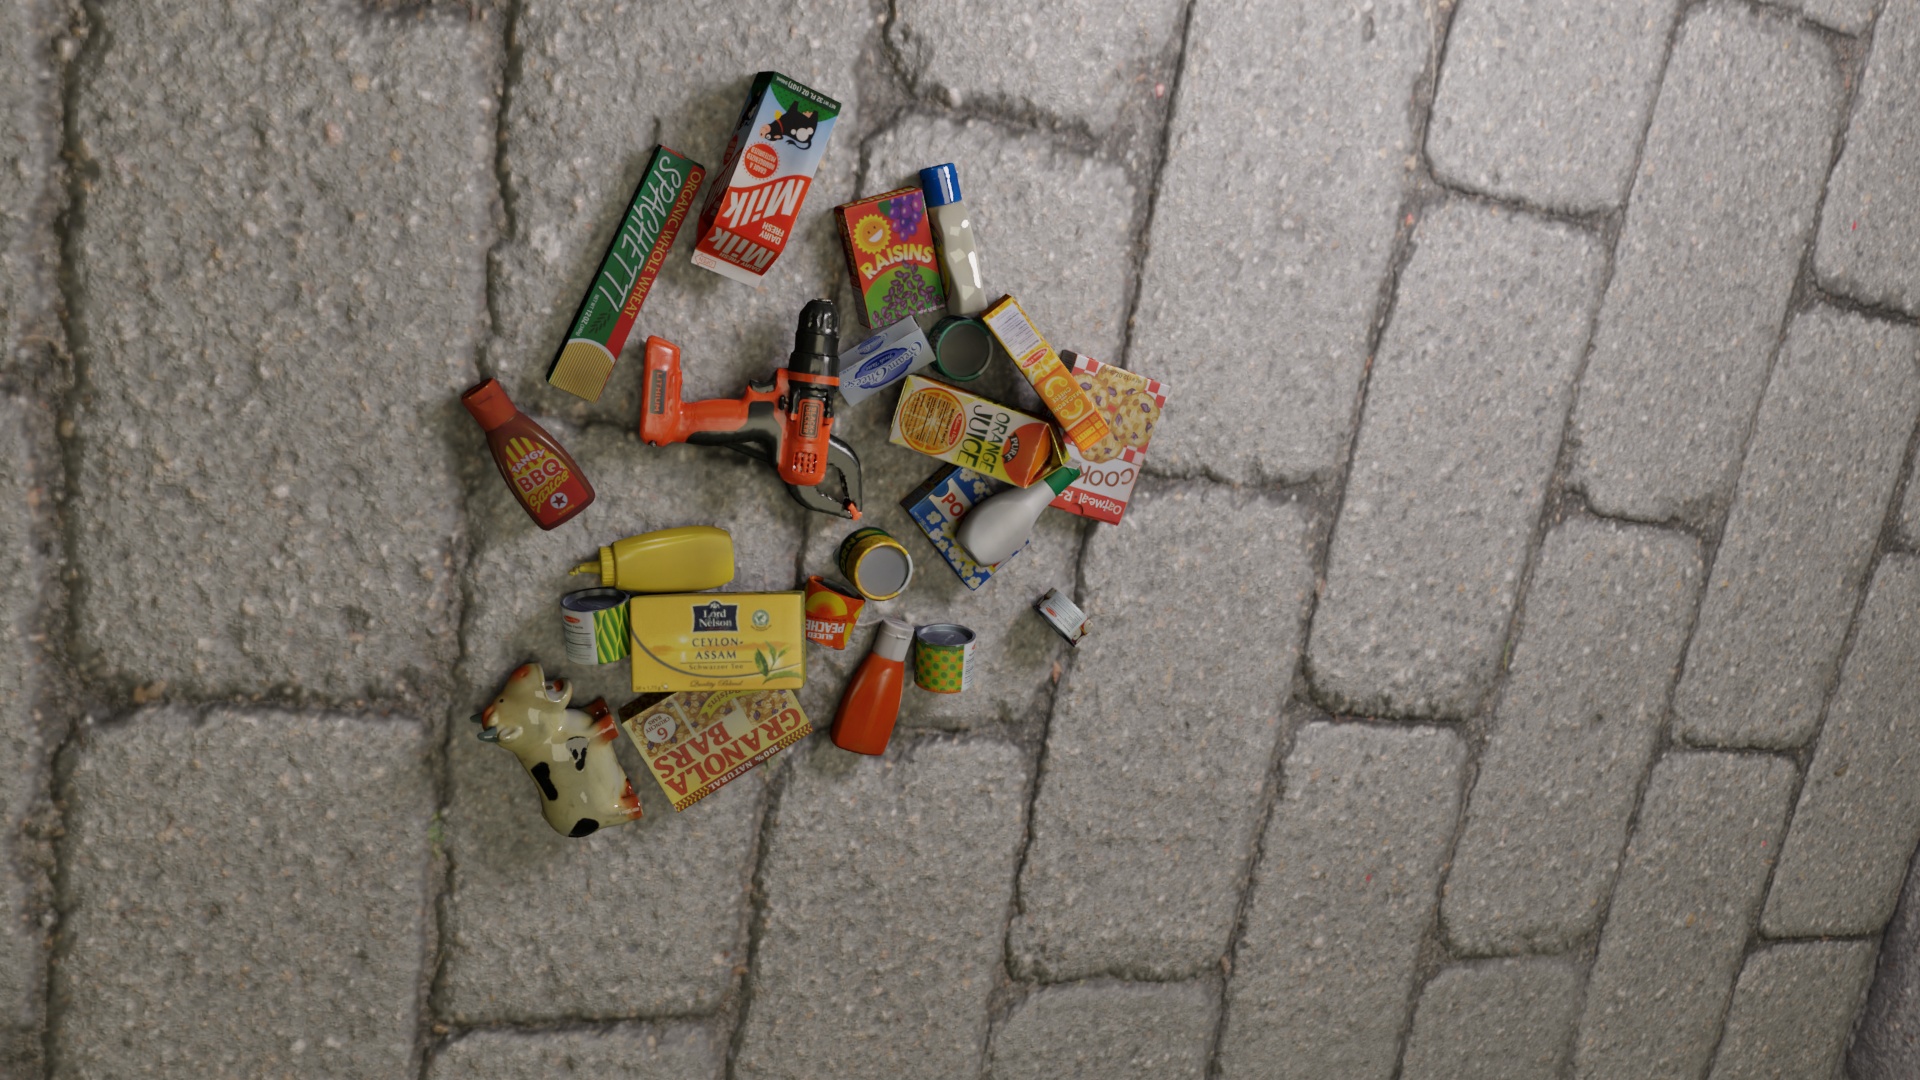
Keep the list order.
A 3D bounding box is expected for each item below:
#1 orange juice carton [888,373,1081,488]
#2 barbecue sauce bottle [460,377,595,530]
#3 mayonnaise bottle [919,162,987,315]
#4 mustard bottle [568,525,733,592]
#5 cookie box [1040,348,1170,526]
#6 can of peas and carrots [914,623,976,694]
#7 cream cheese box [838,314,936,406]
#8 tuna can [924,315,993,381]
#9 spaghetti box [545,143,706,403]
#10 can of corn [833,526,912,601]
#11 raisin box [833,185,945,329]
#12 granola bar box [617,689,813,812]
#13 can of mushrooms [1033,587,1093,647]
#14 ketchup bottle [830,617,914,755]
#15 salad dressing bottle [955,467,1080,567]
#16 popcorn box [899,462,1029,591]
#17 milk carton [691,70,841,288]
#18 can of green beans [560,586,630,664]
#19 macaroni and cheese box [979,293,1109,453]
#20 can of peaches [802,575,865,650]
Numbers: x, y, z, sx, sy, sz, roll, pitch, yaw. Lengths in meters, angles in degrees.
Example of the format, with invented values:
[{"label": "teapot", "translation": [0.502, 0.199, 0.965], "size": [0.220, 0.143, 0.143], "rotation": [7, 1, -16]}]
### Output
[{"label": "orange juice carton", "translation": [0.031, -0.107, 1.424], "size": [0.193, 0.072, 0.073], "rotation": [19, 100, 5]}, {"label": "barbecue sauce bottle", "translation": [-0.413, -0.084, 1.315], "size": [0.065, 0.044, 0.148], "rotation": [-34, 115, -7]}, {"label": "mayonnaise bottle", "translation": [-0.009, -0.304, 1.403], "size": [0.041, 0.065, 0.147], "rotation": [-17, 107, -12]}, {"label": "mustard bottle", "translation": [-0.309, 0.021, 1.385], "size": [0.160, 0.049, 0.065], "rotation": [-4, 105, -20]}, {"label": "cookie box", "translation": [0.145, -0.112, 1.533], "size": [0.123, 0.040, 0.167], "rotation": [15, 100, -25]}, {"label": "can of peas and carrots", "translation": [-0.020, 0.129, 1.527], "size": [0.071, 0.071, 0.058], "rotation": [-3, 108, -21]}, {"label": "cream cheese box", "translation": [-0.080, -0.182, 1.408], "size": [0.104, 0.024, 0.053], "rotation": [-29, 143, 3]}, {"label": "tuna can", "translation": [-0.003, -0.201, 1.450], "size": [0.071, 0.033, 0.070], "rotation": [-7, 108, -21]}, {"label": "spaghetti box", "translation": [-0.316, -0.251, 1.311], "size": [0.050, 0.029, 0.249], "rotation": [25, 96, -27]}, {"label": "can of corn", "translation": [-0.092, 0.025, 1.468], "size": [0.071, 0.058, 0.071], "rotation": [-6, 108, -20]}, {"label": "raisin box", "translation": [-0.070, -0.284, 1.395], "size": [0.086, 0.040, 0.123], "rotation": [-18, 113, -15]}, {"label": "granola bar box", "translation": [-0.257, 0.190, 1.463], "size": [0.166, 0.039, 0.123], "rotation": [-30, 114, -11]}, {"label": "can of mushrooms", "translation": [0.116, 0.087, 1.570], "size": [0.033, 0.071, 0.071], "rotation": [-46, 117, -4]}, {"label": "ketchup bottle", "translation": [-0.091, 0.159, 1.518], "size": [0.065, 0.043, 0.148], "rotation": [16, 99, -26]}, {"label": "salad dressing bottle", "translation": [0.063, -0.035, 1.478], "size": [0.148, 0.044, 0.064], "rotation": [-42, 111, -7]}, {"label": "popcorn box", "translation": [0.005, -0.019, 1.506], "size": [0.085, 0.038, 0.126], "rotation": [-41, 116, -5]}, {"label": "milk carton", "translation": [-0.188, -0.339, 1.311], "size": [0.072, 0.073, 0.190], "rotation": [19, 98, -26]}, {"label": "can of green beans", "translation": [-0.359, 0.084, 1.375], "size": [0.071, 0.071, 0.057], "rotation": [-8, 110, -20]}, {"label": "macaroni and cheese box", "translation": [0.085, -0.174, 1.418], "size": [0.040, 0.124, 0.166], "rotation": [-37, 100, 7]}, {"label": "can of peaches", "translation": [-0.140, 0.076, 1.458], "size": [0.071, 0.071, 0.058], "rotation": [22, 96, -26]}]
